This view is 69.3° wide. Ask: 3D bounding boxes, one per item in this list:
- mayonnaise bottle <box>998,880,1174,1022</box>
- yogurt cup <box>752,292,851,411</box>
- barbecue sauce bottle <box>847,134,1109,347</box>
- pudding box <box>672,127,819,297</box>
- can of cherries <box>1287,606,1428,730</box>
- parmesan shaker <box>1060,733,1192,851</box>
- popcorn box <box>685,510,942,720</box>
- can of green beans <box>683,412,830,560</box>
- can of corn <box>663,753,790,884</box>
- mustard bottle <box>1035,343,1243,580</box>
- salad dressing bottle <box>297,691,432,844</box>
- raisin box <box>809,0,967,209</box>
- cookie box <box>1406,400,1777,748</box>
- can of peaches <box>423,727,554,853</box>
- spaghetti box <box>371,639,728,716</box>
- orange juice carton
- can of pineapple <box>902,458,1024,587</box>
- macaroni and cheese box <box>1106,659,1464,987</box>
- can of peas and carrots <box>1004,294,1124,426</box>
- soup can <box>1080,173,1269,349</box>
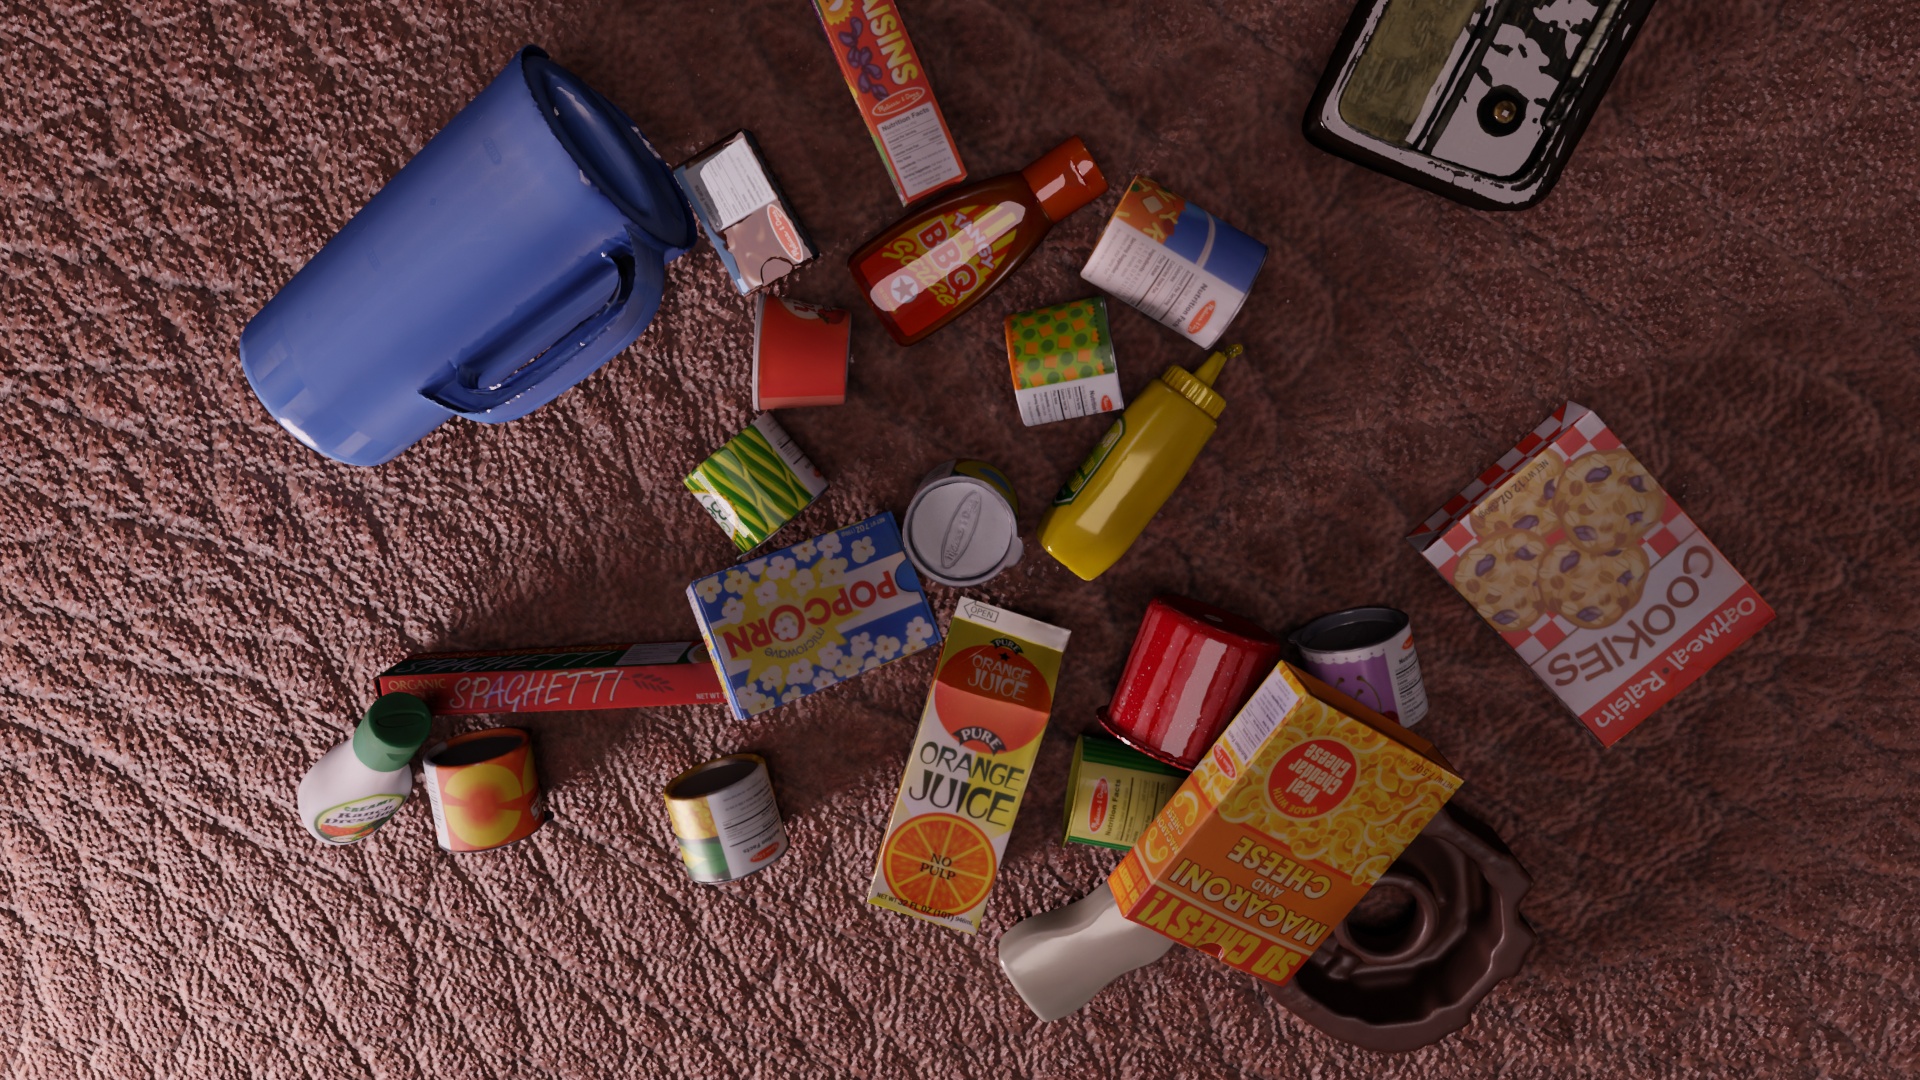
[{"bbox_3d":[0.100,0.246,0.885,0.148,0.041,0.064,-32,101,10],"label":"mayonnaise bottle"},{"bbox_3d":[-0.091,-0.107,0.801,0.054,0.072,0.072,3,104,-5],"label":"yogurt cup"},{"bbox_3d":[0.012,-0.174,0.787,0.148,0.044,0.064,-32,103,10],"label":"barbecue sauce bottle"},{"bbox_3d":[-0.123,-0.188,0.800,0.049,0.030,0.083,-28,100,9],"label":"pudding box"},{"bbox_3d":[0.236,0.078,0.823,0.071,0.072,0.058,-15,103,8],"label":"can of cherries"},{"bbox_3d":[0.118,0.162,0.850,0.103,0.071,0.071,10,104,1],"label":"parmesan shaker"},{"bbox_3d":[-0.087,0.044,0.816,0.127,0.038,0.085,-21,85,-16],"label":"popcorn box"},{"bbox_3d":[-0.120,-0.034,0.818,0.071,0.071,0.058,-38,98,12],"label":"can of green beans"},{"bbox_3d":[-0.149,0.173,0.872,0.071,0.071,0.058,-13,102,7],"label":"can of corn"},{"bbox_3d":[0.107,-0.052,0.803,0.049,0.065,0.160,36,98,-11],"label":"mustard bottle"},{"bbox_3d":[-0.364,0.140,0.855,0.147,0.064,0.044,-44,59,42],"label":"salad dressing bottle"},{"bbox_3d":[-0.040,-0.245,0.751,0.040,0.086,0.123,-24,101,3],"label":"raisin box"},{"bbox_3d":[0.367,0.021,0.812,0.122,0.040,0.167,-43,97,12],"label":"cookie box"},{"bbox_3d":[-0.298,0.156,0.878,0.071,0.071,0.058,-5,103,5],"label":"can of peaches"},{"bbox_3d":[-0.233,0.084,0.863,0.250,0.050,0.028,-3,102,5],"label":"spaghetti box"},{"bbox_3d":[0.006,0.131,0.846,0.072,0.073,0.192,17,104,-1],"label":"orange juice carton"},{"bbox_3d":[0.003,-0.010,0.820,0.071,0.058,0.070,1,104,4],"label":"can of pineapple"},{"bbox_3d":[0.181,0.164,0.783,0.123,0.040,0.166,28,106,-22],"label":"macaroni and cheese box"},{"bbox_3d":[0.059,-0.104,0.791,0.059,0.071,0.070,-10,103,7],"label":"can of peas and carrots"},{"bbox_3d":[0.119,-0.157,0.775,0.084,0.071,0.071,30,104,-3],"label":"soup can"}]
